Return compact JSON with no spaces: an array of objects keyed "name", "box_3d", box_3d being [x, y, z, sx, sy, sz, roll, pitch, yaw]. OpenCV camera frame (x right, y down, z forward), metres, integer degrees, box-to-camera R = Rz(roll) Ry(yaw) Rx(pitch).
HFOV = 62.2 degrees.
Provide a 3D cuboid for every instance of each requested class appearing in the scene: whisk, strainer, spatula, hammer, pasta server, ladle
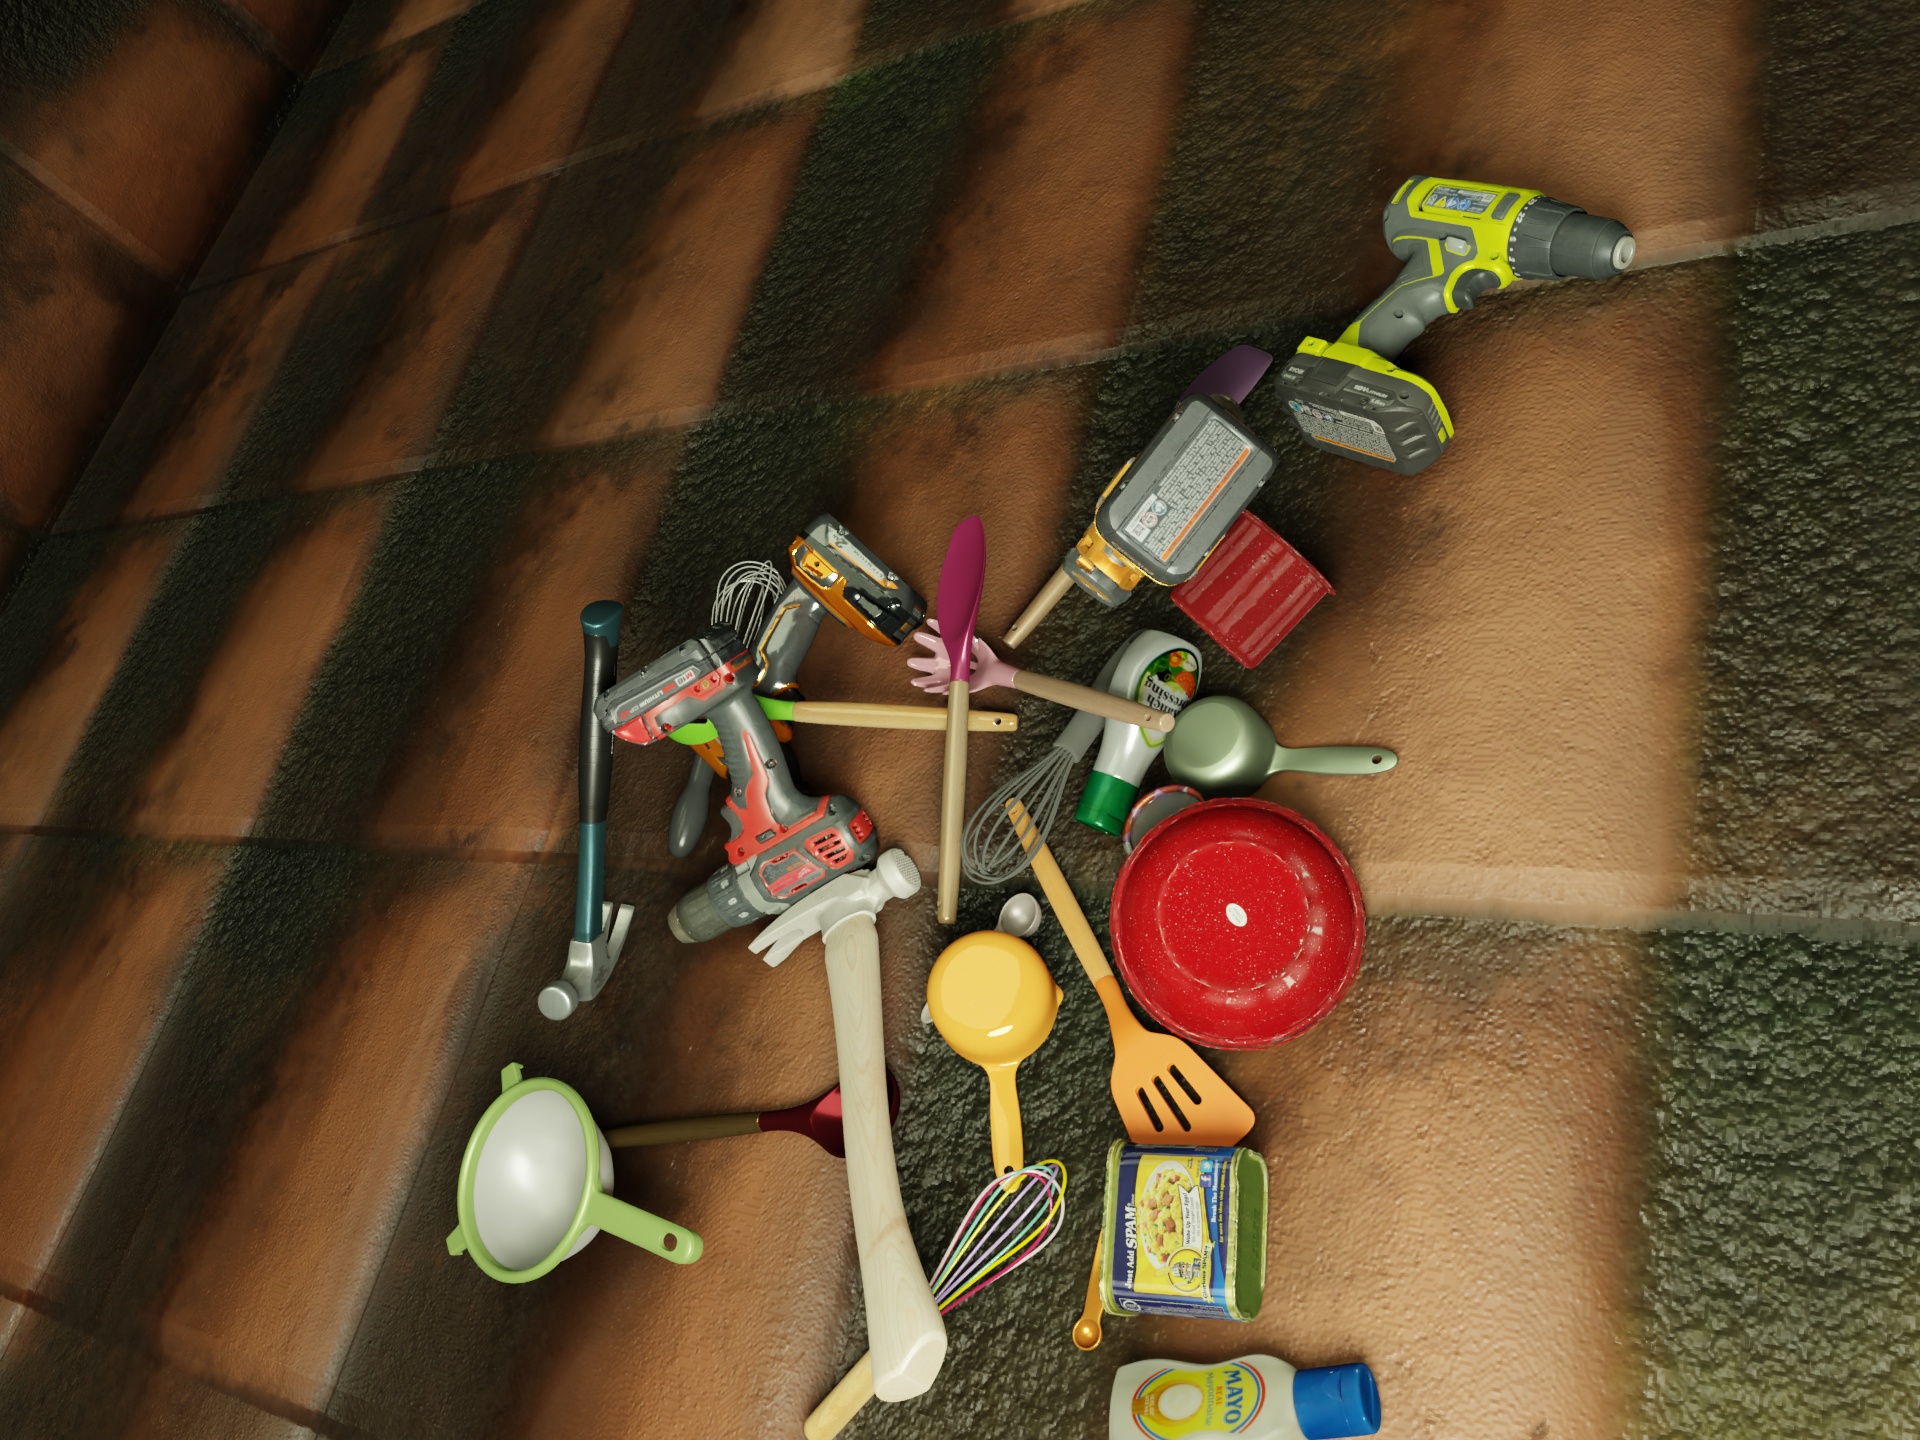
[{"name":"whisk","box_3d":[0.076,0.022,1.167,0.055,0.055,0.239,18,62,42]},{"name":"strainer","box_3d":[-0.272,0.361,1.198,0.256,0.069,0.151,8,77,37]},{"name":"spatula","box_3d":[0.094,0.166,1.091,0.081,0.041,0.323,-39,42,12]},{"name":"hammer","box_3d":[-0.072,0.266,1.086,0.146,0.038,0.411,-33,37,16]},{"name":"whisk","box_3d":[-0.211,-0.014,1.412,0.070,0.070,0.285,0,68,37]},{"name":"spatula","box_3d":[0.138,-0.182,1.286,0.316,0.018,0.060,-50,44,-4]},{"name":"pasta server","box_3d":[0.053,-0.028,1.186,0.316,0.040,0.060,20,96,58]},{"name":"hammer","box_3d":[-0.299,0.068,1.298,0.033,0.128,0.331,7,102,8]},{"name":"whisk","box_3d":[-0.016,0.375,1.022,0.245,0.051,0.047,-49,51,4]},{"name":"ladle","box_3d":[-0.168,0.303,1.190,0.315,0.031,0.069,-14,48,31]}]

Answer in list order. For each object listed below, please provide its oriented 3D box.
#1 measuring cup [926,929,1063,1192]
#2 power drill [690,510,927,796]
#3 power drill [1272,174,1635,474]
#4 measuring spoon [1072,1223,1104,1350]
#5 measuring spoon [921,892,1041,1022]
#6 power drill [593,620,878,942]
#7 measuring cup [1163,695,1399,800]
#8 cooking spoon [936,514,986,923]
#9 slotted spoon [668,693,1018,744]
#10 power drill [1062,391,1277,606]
[{"name":"measuring cup","box_3d":[0.023,0.225,1.069,0.095,0.052,0.174,-8,63,7]},{"name":"power drill","box_3d":[-0.134,-0.043,1.338,0.164,0.084,0.226,43,93,14]},{"name":"power drill","box_3d":[0.355,-0.296,1.161,0.191,0.080,0.228,30,80,44]},{"name":"measuring spoon","box_3d":[0.095,0.334,0.990,0.021,0.011,0.117,2,60,37]},{"name":"measuring spoon","box_3d":[0.016,0.175,1.149,0.124,0.018,0.034,-48,40,10]},{"name":"power drill","box_3d":[-0.194,0.057,1.257,0.188,0.226,0.080,-30,8,17]},{"name":"measuring cup","box_3d":[0.214,0.019,1.084,0.168,0.038,0.083,1,63,39]},{"name":"cooking spoon","box_3d":[-0.002,-0.004,1.219,0.069,0.017,0.319,-18,65,57]},{"name":"slotted spoon","box_3d":[-0.108,-0.008,1.275,0.314,0.031,0.070,3,90,13]},{"name":"power drill","box_3d":[0.159,-0.173,1.155,0.185,0.084,0.226,-52,3,-2]}]
